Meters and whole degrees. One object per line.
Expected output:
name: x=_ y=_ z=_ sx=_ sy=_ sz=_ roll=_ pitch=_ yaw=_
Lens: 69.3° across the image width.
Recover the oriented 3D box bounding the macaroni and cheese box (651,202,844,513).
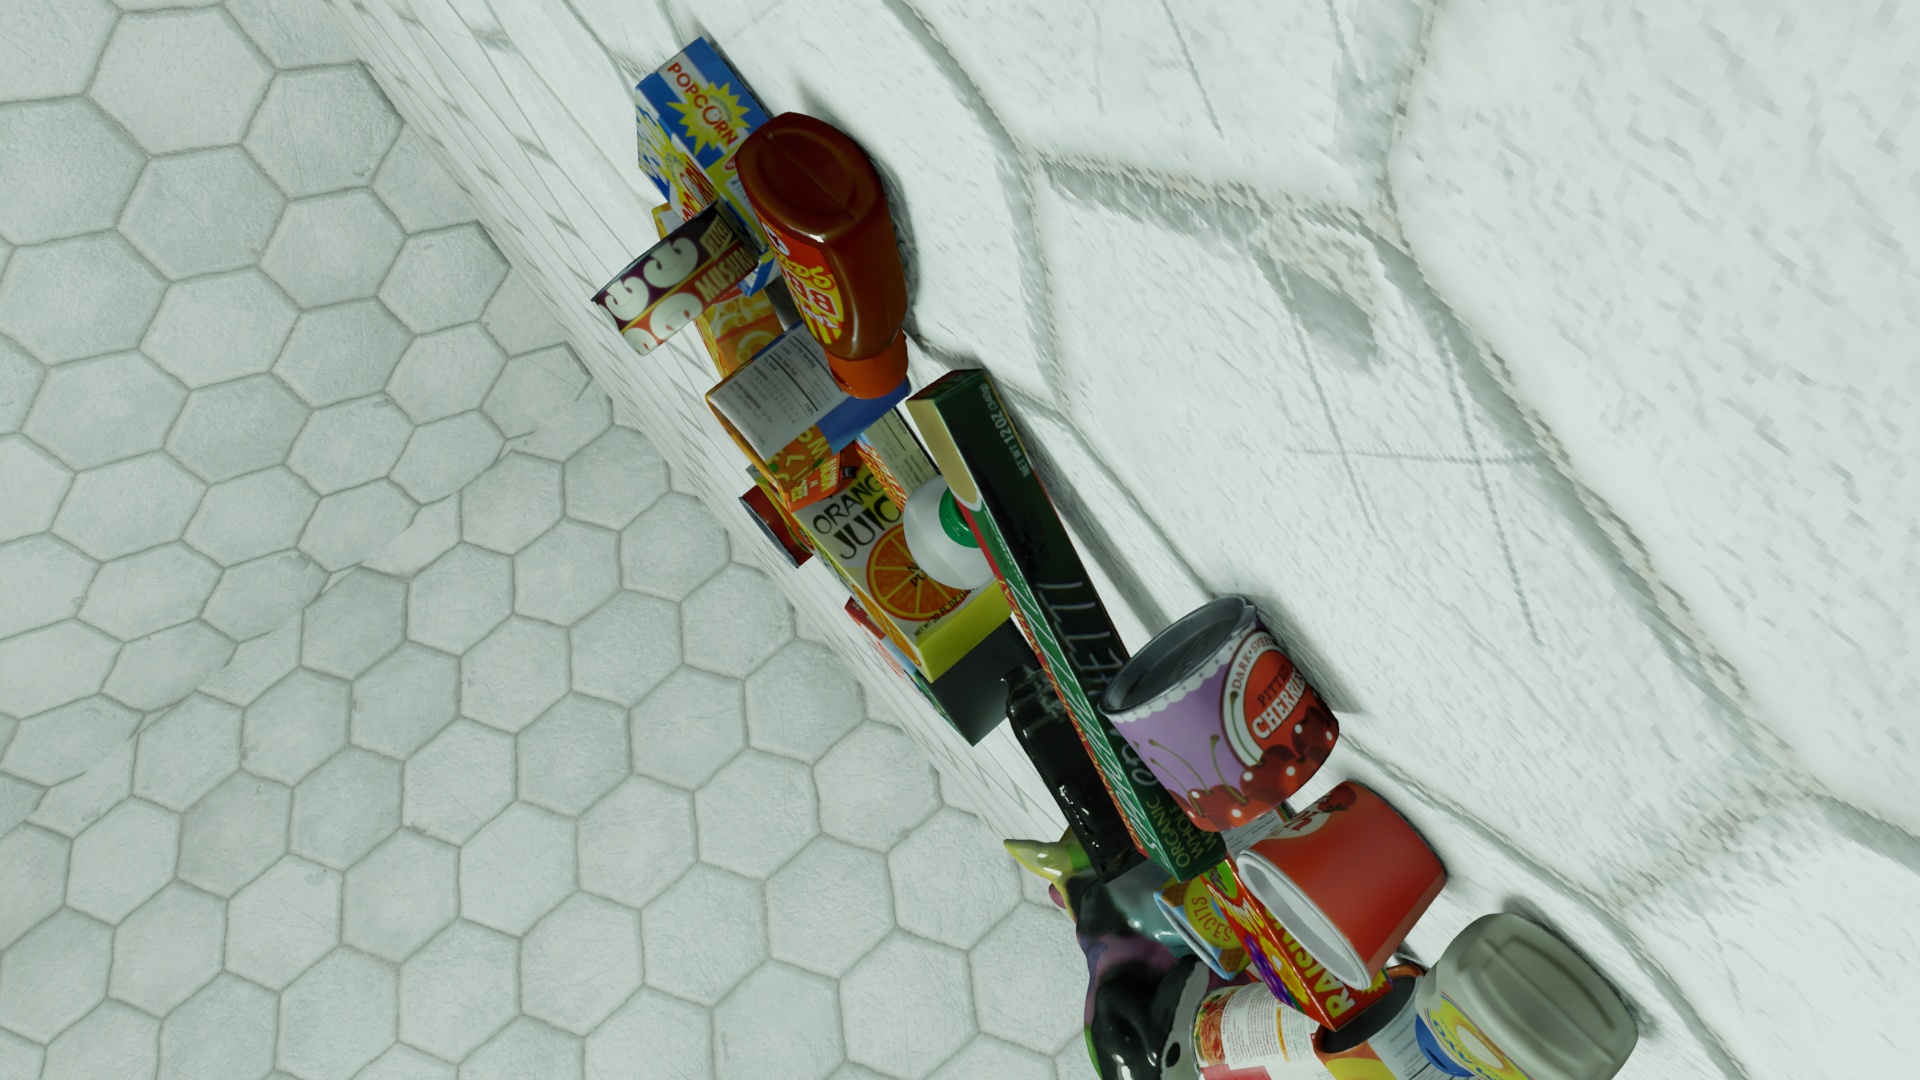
macaroni and cheese box: x=-0.121 y=-0.107 z=0.811 sx=0.166 sy=0.040 sz=0.123 roll=63 pitch=171 yaw=5

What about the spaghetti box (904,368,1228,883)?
spaghetti box: x=0.049 y=0.040 z=0.619 sx=0.249 sy=0.029 sz=0.050 roll=62 pitch=168 yaw=-12

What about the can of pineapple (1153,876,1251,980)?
can of pineapple: x=0.156 y=0.213 z=0.811 sx=0.071 sy=0.058 sz=0.071 roll=48 pitch=170 yaw=12

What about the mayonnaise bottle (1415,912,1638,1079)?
mayonnaise bottle: x=0.205 y=0.182 z=0.530 sx=0.065 sy=0.041 sz=0.147 roll=44 pitch=168 yaw=22

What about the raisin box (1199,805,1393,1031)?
raisin box: x=0.153 y=0.174 z=0.693 sx=0.123 sy=0.040 sz=0.086 roll=58 pitch=169 yaw=4

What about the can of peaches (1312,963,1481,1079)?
can of peaches: x=0.210 y=0.246 z=0.662 sx=0.058 sy=0.071 sz=0.071 roll=50 pitch=170 yaw=2

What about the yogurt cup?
yogurt cup: x=0.151 y=0.132 z=0.544 sx=0.072 sy=0.054 sz=0.072 roll=48 pitch=170 yaw=12

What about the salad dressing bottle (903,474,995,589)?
salad dressing bottle: x=0.003 y=-0.009 z=0.717 sx=0.064 sy=0.044 sz=0.147 roll=52 pitch=169 yaw=1

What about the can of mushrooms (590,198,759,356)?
can of mushrooms: x=-0.118 y=-0.111 z=0.586 sx=0.033 sy=0.071 sz=0.071 roll=52 pitch=170 yaw=-14

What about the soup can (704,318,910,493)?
soup can: x=-0.078 y=-0.074 z=0.712 sx=0.071 sy=0.084 sz=0.071 roll=48 pitch=170 yaw=11

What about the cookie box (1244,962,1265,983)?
cookie box: x=0.252 y=0.314 z=0.816 sx=0.122 sy=0.040 sz=0.168 roll=56 pitch=168 yaw=-30

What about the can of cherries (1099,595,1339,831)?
can of cherries: x=0.096 y=0.062 z=0.504 sx=0.058 sy=0.071 sz=0.071 roll=51 pitch=170 yaw=-6

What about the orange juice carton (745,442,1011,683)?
orange juice carton: x=-0.057 y=-0.006 z=0.906 sx=0.193 sy=0.072 sz=0.072 roll=46 pitch=168 yaw=23

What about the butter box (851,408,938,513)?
butter box: x=-0.043 y=-0.054 z=0.801 sx=0.103 sy=0.024 sz=0.053 roll=56 pitch=170 yaw=-28

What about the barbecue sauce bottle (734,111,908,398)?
barbecue sauce bottle: x=-0.048 y=-0.108 z=0.573 sx=0.065 sy=0.044 sz=0.148 roll=46 pitch=170 yaw=20

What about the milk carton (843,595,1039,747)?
milk carton: x=-0.021 y=0.068 z=1.014 sx=0.072 sy=0.073 sz=0.191 roll=56 pitch=169 yaw=-29

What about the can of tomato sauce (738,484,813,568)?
can of tomato sauce: x=-0.105 y=-0.030 z=0.992 sx=0.071 sy=0.083 sz=0.071 roll=48 pitch=170 yaw=12

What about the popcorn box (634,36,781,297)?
popcorn box: x=-0.107 y=-0.165 z=0.635 sx=0.085 sy=0.038 sz=0.126 roll=51 pitch=170 yaw=-7
